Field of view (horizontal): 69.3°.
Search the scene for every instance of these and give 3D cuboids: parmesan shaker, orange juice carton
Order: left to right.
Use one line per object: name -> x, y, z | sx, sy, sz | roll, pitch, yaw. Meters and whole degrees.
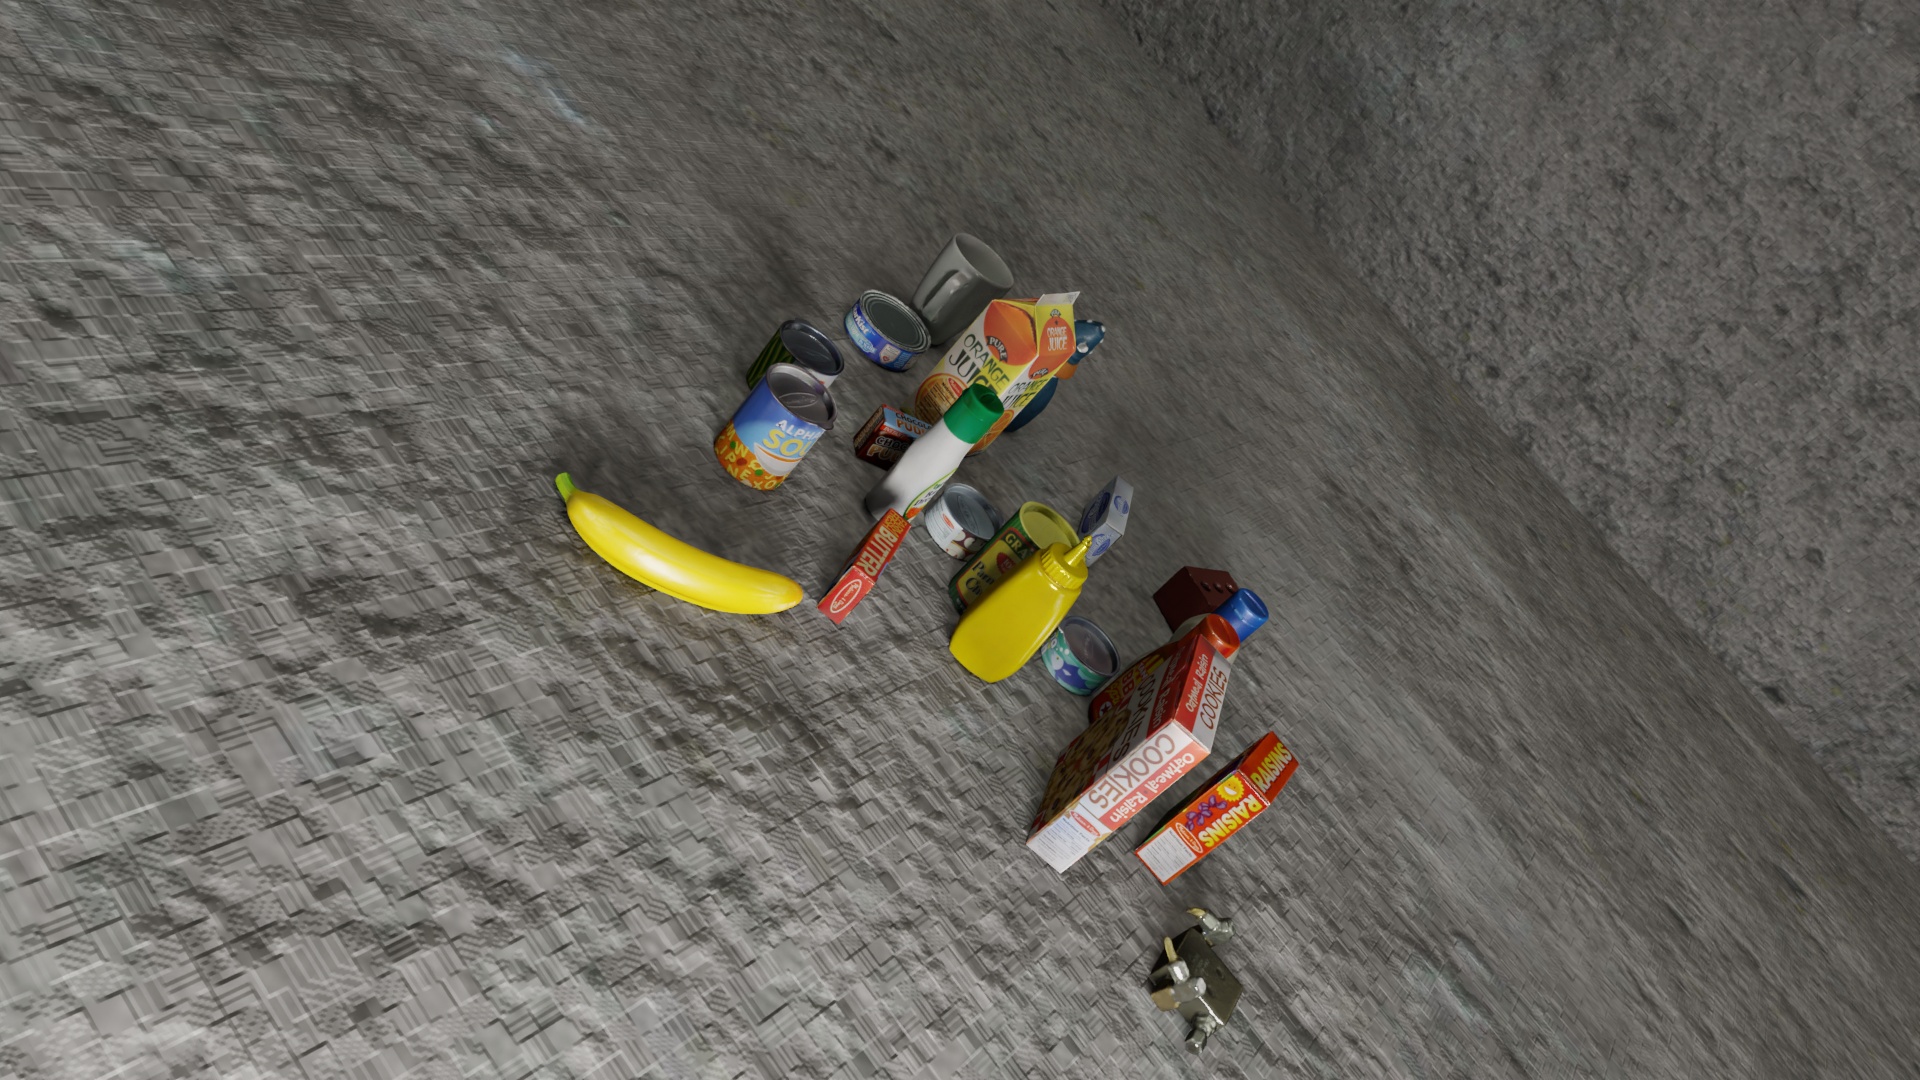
orange juice carton -> 0.037, -0.166, 1.316 | 0.073, 0.192, 0.072 | 52, 32, 15
parmesan shaker -> 0.047, 0.026, 1.179 | 0.071, 0.102, 0.072 | 30, 33, -22

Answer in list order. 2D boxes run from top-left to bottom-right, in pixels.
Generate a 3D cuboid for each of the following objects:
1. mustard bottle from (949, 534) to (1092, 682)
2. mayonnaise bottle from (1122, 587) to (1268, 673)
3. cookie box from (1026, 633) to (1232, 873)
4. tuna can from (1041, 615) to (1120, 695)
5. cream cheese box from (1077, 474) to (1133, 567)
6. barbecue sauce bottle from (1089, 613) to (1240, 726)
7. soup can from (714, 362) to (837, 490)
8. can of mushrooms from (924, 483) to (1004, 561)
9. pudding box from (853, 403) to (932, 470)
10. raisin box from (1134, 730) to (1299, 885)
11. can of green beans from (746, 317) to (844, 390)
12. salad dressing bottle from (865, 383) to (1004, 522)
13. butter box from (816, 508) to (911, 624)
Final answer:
mustard bottle -> 0.058, 0.047, 1.109 | 0.065, 0.159, 0.049 | 41, 31, -5
mayonnaise bottle -> 0.210, 0.100, 1.231 | 0.065, 0.147, 0.041 | 53, 32, 16
cookie box -> 0.127, 0.158, 1.046 | 0.040, 0.166, 0.123 | 41, 31, -4
tuna can -> 0.104, 0.100, 1.221 | 0.071, 0.032, 0.071 | 30, 33, -22
cream cheese box -> 0.144, -0.020, 1.395 | 0.024, 0.053, 0.104 | 38, 31, -9
barbecue sauce bottle -> 0.171, 0.119, 1.163 | 0.043, 0.148, 0.065 | 25, 35, -28
soup can -> -0.147, -0.088, 1.114 | 0.071, 0.083, 0.072 | 30, 33, -22
can of mushrooms -> 0.004, -0.016, 1.249 | 0.071, 0.033, 0.071 | 30, 33, -22
pudding box -> -0.049, -0.085, 1.257 | 0.083, 0.049, 0.030 | 23, 36, -31
raisin box -> 0.205, 0.213, 1.112 | 0.040, 0.123, 0.086 | 49, 31, 10
can of green beans -> -0.145, -0.150, 1.217 | 0.071, 0.057, 0.071 | 30, 33, -22
salad dressing bottle -> -0.022, -0.071, 1.175 | 0.044, 0.147, 0.064 | 46, 30, 4
butter box -> -0.075, 0.019, 1.095 | 0.024, 0.053, 0.104 | 40, 31, -7
